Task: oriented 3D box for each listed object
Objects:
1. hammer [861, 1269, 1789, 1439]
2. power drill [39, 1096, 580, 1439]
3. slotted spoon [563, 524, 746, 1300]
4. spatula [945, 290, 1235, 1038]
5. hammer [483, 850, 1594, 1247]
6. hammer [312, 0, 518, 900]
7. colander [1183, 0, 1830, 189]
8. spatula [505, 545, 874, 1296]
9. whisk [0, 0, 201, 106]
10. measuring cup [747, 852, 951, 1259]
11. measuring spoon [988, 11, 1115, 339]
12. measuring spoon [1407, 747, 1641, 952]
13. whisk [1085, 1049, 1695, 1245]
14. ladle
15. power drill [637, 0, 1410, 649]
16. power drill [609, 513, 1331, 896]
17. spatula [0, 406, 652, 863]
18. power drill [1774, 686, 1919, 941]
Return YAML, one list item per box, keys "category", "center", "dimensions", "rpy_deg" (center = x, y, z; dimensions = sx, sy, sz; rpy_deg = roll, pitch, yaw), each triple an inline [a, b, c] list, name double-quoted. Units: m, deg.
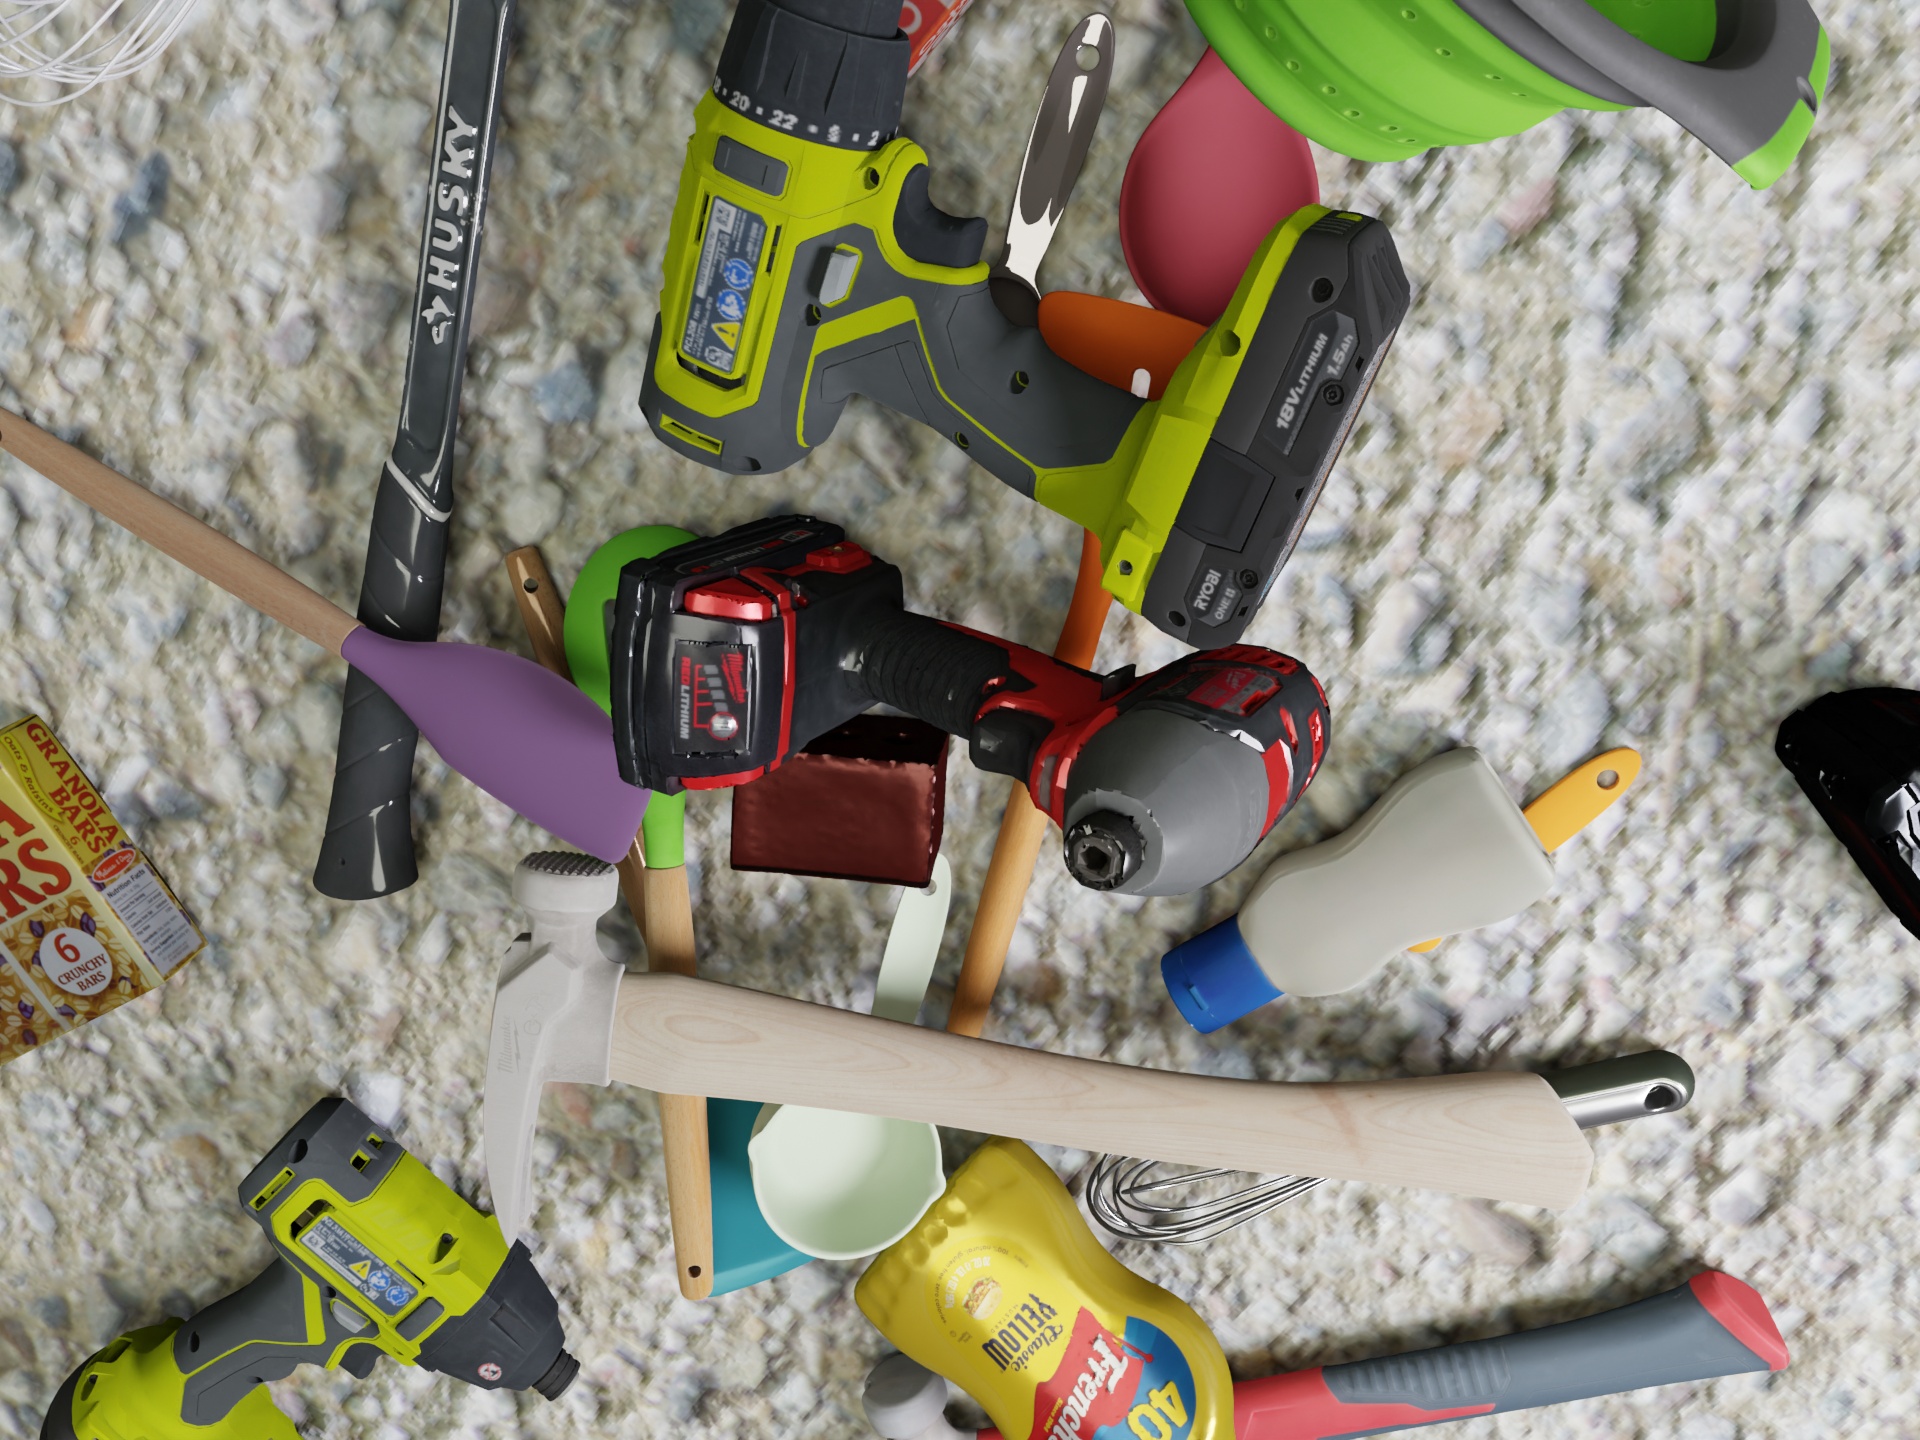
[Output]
- category: "hammer"
  center: [0.159, 0.314, 0.699]
  dimensions: [0.386, 0.038, 0.143]
  rpy_deg: [-15, 108, 12]
- category: "power drill"
  center: [-0.297, 0.298, 0.732]
  dimensions: [0.223, 0.080, 0.171]
  rpy_deg: [-43, 99, 15]
- category: "slotted spoon"
  center: [-0.112, 0.081, 0.626]
  dimensions: [0.070, 0.031, 0.313]
  rpy_deg: [-3, 100, -6]
- category: "spatula"
  center: [0.032, 0.003, 0.603]
  dimensions: [0.081, 0.041, 0.322]
  rpy_deg: [20, 112, 13]
- category: "hammer"
  center: [0.029, 0.150, 0.600]
  dimensions: [0.410, 0.038, 0.146]
  rpy_deg: [8, 97, -1]
- category: "hammer"
  center: [-0.203, -0.108, 0.590]
  dimensions: [0.149, 0.036, 0.408]
  rpy_deg: [23, 114, 13]
- category: "colander"
  center: [0.067, -0.284, 0.427]
  dimensions: [0.397, 0.204, 0.094]
  rpy_deg: [46, 140, -8]
- category: "spatula"
  center: [-0.122, 0.081, 0.649]
  dimensions: [0.082, 0.044, 0.317]
  rpy_deg: [-20, 105, -10]
- category: "whisk"
  center: [-0.194, -0.279, 0.468]
  dimensions: [0.284, 0.070, 0.070]
  rpy_deg: [-32, 103, 11]
- category: "measuring cup"
  center: [-0.036, 0.132, 0.648]
  dimensions: [0.083, 0.038, 0.167]
  rpy_deg: [17, 89, -15]
- category: "measuring spoon"
  center: [0.029, -0.183, 0.556]
  dimensions: [0.034, 0.018, 0.124]
  rpy_deg: [19, 104, 0]
- category: "measuring spoon"
  center: [0.215, 0.052, 0.613]
  dimensions: [0.021, 0.011, 0.117]
  rpy_deg: [43, 109, -8]
- category: "whisk"
  center: [0.171, 0.169, 0.642]
  dimensions: [0.246, 0.059, 0.057]
  rpy_deg: [-14, 118, 7]
- category: "ladle"
  center: [0.103, -0.283, 0.501]
  dimensions: [0.069, 0.031, 0.315]
  rpy_deg: [6, 108, -8]
- category: "power drill"
  center: [0.015, -0.139, 0.495]
  dimensions: [0.228, 0.080, 0.190]
  rpy_deg: [27, 122, 11]
- category: "power drill"
  center: [-0.001, -0.002, 0.523]
  dimensions: [0.220, 0.143, 0.078]
  rpy_deg: [16, 114, 24]
- category: "spatula"
  center: [-0.249, -0.044, 0.601]
  dimensions: [0.316, 0.018, 0.059]
  rpy_deg: [29, 113, 10]
- category: "power drill"
  center: [0.399, -0.027, 0.530]
  dimensions: [0.226, 0.080, 0.188]
  rpy_deg: [-37, 101, 15]
